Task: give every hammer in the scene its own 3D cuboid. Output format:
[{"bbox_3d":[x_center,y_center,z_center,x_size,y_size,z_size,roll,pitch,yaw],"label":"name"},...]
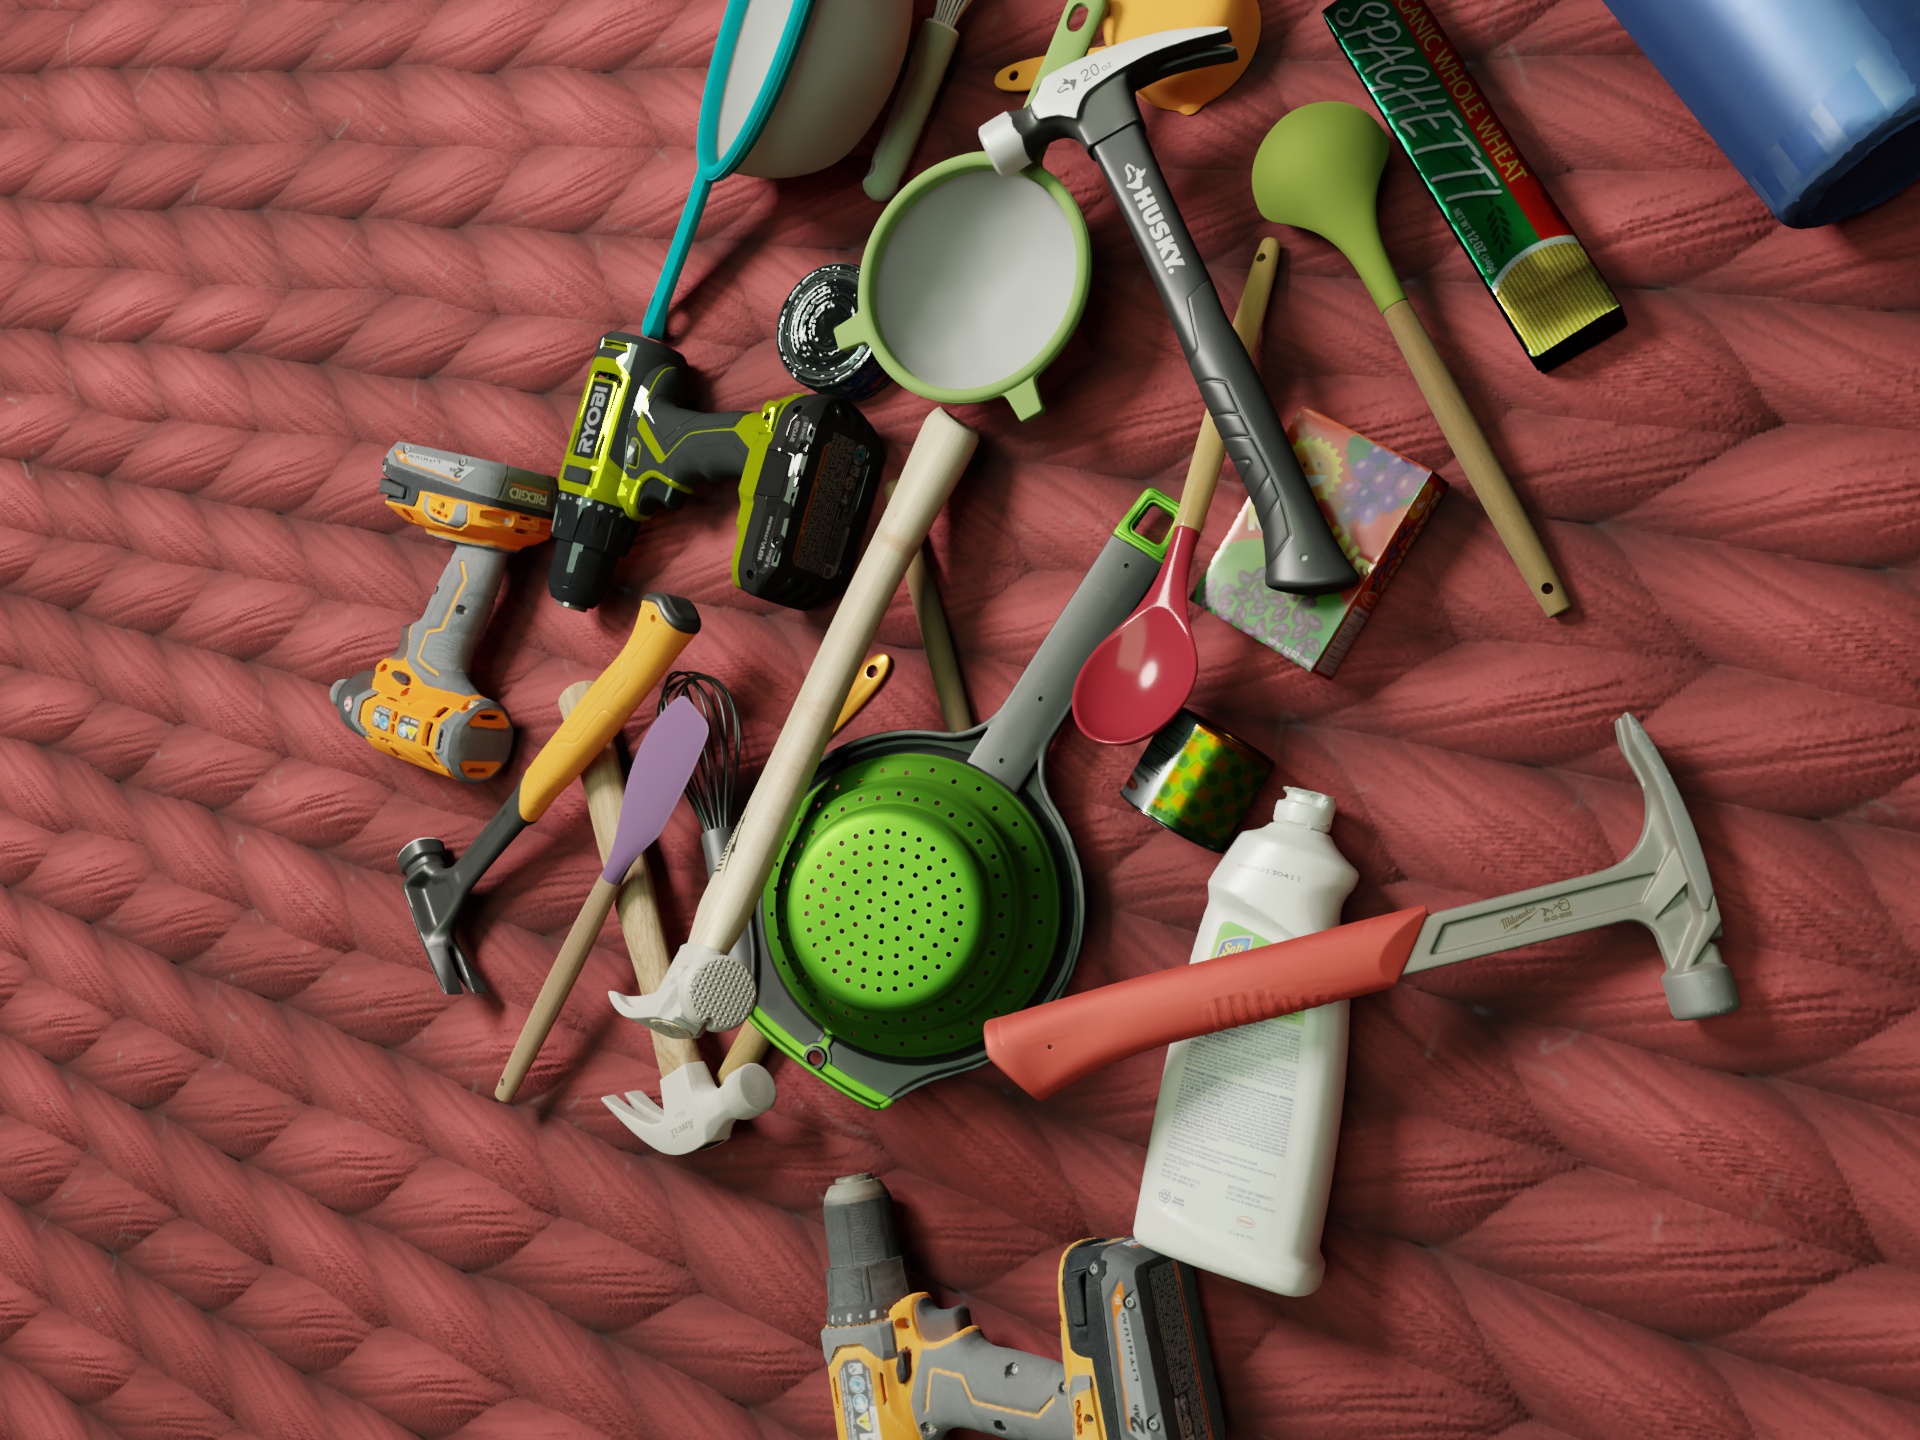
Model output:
[{"bbox_3d":[-0.215,0.124,1.053,0.130,0.031,0.332,-36,63,33],"label":"hammer"},{"bbox_3d":[0.135,-0.219,0.860,0.146,0.035,0.335,-25,77,16],"label":"hammer"},{"bbox_3d":[0.185,0.112,0.793,0.359,0.036,0.149,-15,77,8],"label":"hammer"},{"bbox_3d":[-0.275,0.043,1.070,0.336,0.034,0.127,-46,57,26],"label":"hammer"},{"bbox_3d":[-0.086,-0.009,0.926,0.146,0.038,0.411,-20,42,59],"label":"hammer"}]

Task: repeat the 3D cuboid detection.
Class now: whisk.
[{"bbox_3d":[-0.153,0.075,1.016,0.055,0.055,0.239,-24,67,24],"label":"whisk"},{"bbox_3d":[-0.010,-0.454,1.024,0.246,0.059,0.058,-67,23,10],"label":"whisk"},{"bbox_3d":[-0.092,0.139,0.995,0.051,0.047,0.245,39,107,39],"label":"whisk"}]

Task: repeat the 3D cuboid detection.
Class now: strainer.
[{"bbox_3d":[0.038,-0.309,0.962,0.151,0.069,0.256,26,96,24],"label":"strainer"},{"bbox_3d":[-0.116,-0.387,1.049,0.340,0.095,0.211,-60,29,33],"label":"strainer"}]

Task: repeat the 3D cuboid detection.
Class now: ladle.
[{"bbox_3d":[0.249,-0.198,0.860,0.078,0.062,0.320,-28,78,19],"label":"ladle"},{"bbox_3d":[0.131,-0.129,0.885,0.069,0.031,0.315,10,76,33],"label":"ladle"}]

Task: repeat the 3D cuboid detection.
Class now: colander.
[{"bbox_3d":[0.010,0.036,0.893,0.204,0.094,0.397,33,91,10],"label":"colander"}]

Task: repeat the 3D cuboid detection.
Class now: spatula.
[{"bbox_3d":[-0.240,0.123,1.042,0.060,0.018,0.316,43,111,41],"label":"spatula"}]

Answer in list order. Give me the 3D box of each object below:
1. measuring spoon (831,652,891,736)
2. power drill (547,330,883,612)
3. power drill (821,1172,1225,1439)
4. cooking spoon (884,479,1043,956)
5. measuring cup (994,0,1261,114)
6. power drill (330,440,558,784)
[{"bbox_3d":[-0.086,-0.001,1.023,0.117,0.011,0.021,-46,65,16],"label":"measuring spoon"},{"bbox_3d":[-0.178,-0.148,1.057,0.229,0.080,0.190,17,92,32],"label":"power drill"},{"bbox_3d":[0.018,0.337,0.888,0.226,0.084,0.185,-19,73,30],"label":"power drill"},{"bbox_3d":[-0.002,-0.003,0.975,0.069,0.017,0.319,-20,75,18],"label":"cooking spoon"},{"bbox_3d":[0.090,-0.413,0.959,0.174,0.052,0.095,-2,83,26],"label":"measuring cup"},{"bbox_3d":[-0.385,-0.082,1.159,0.164,0.084,0.226,15,94,30],"label":"power drill"}]
